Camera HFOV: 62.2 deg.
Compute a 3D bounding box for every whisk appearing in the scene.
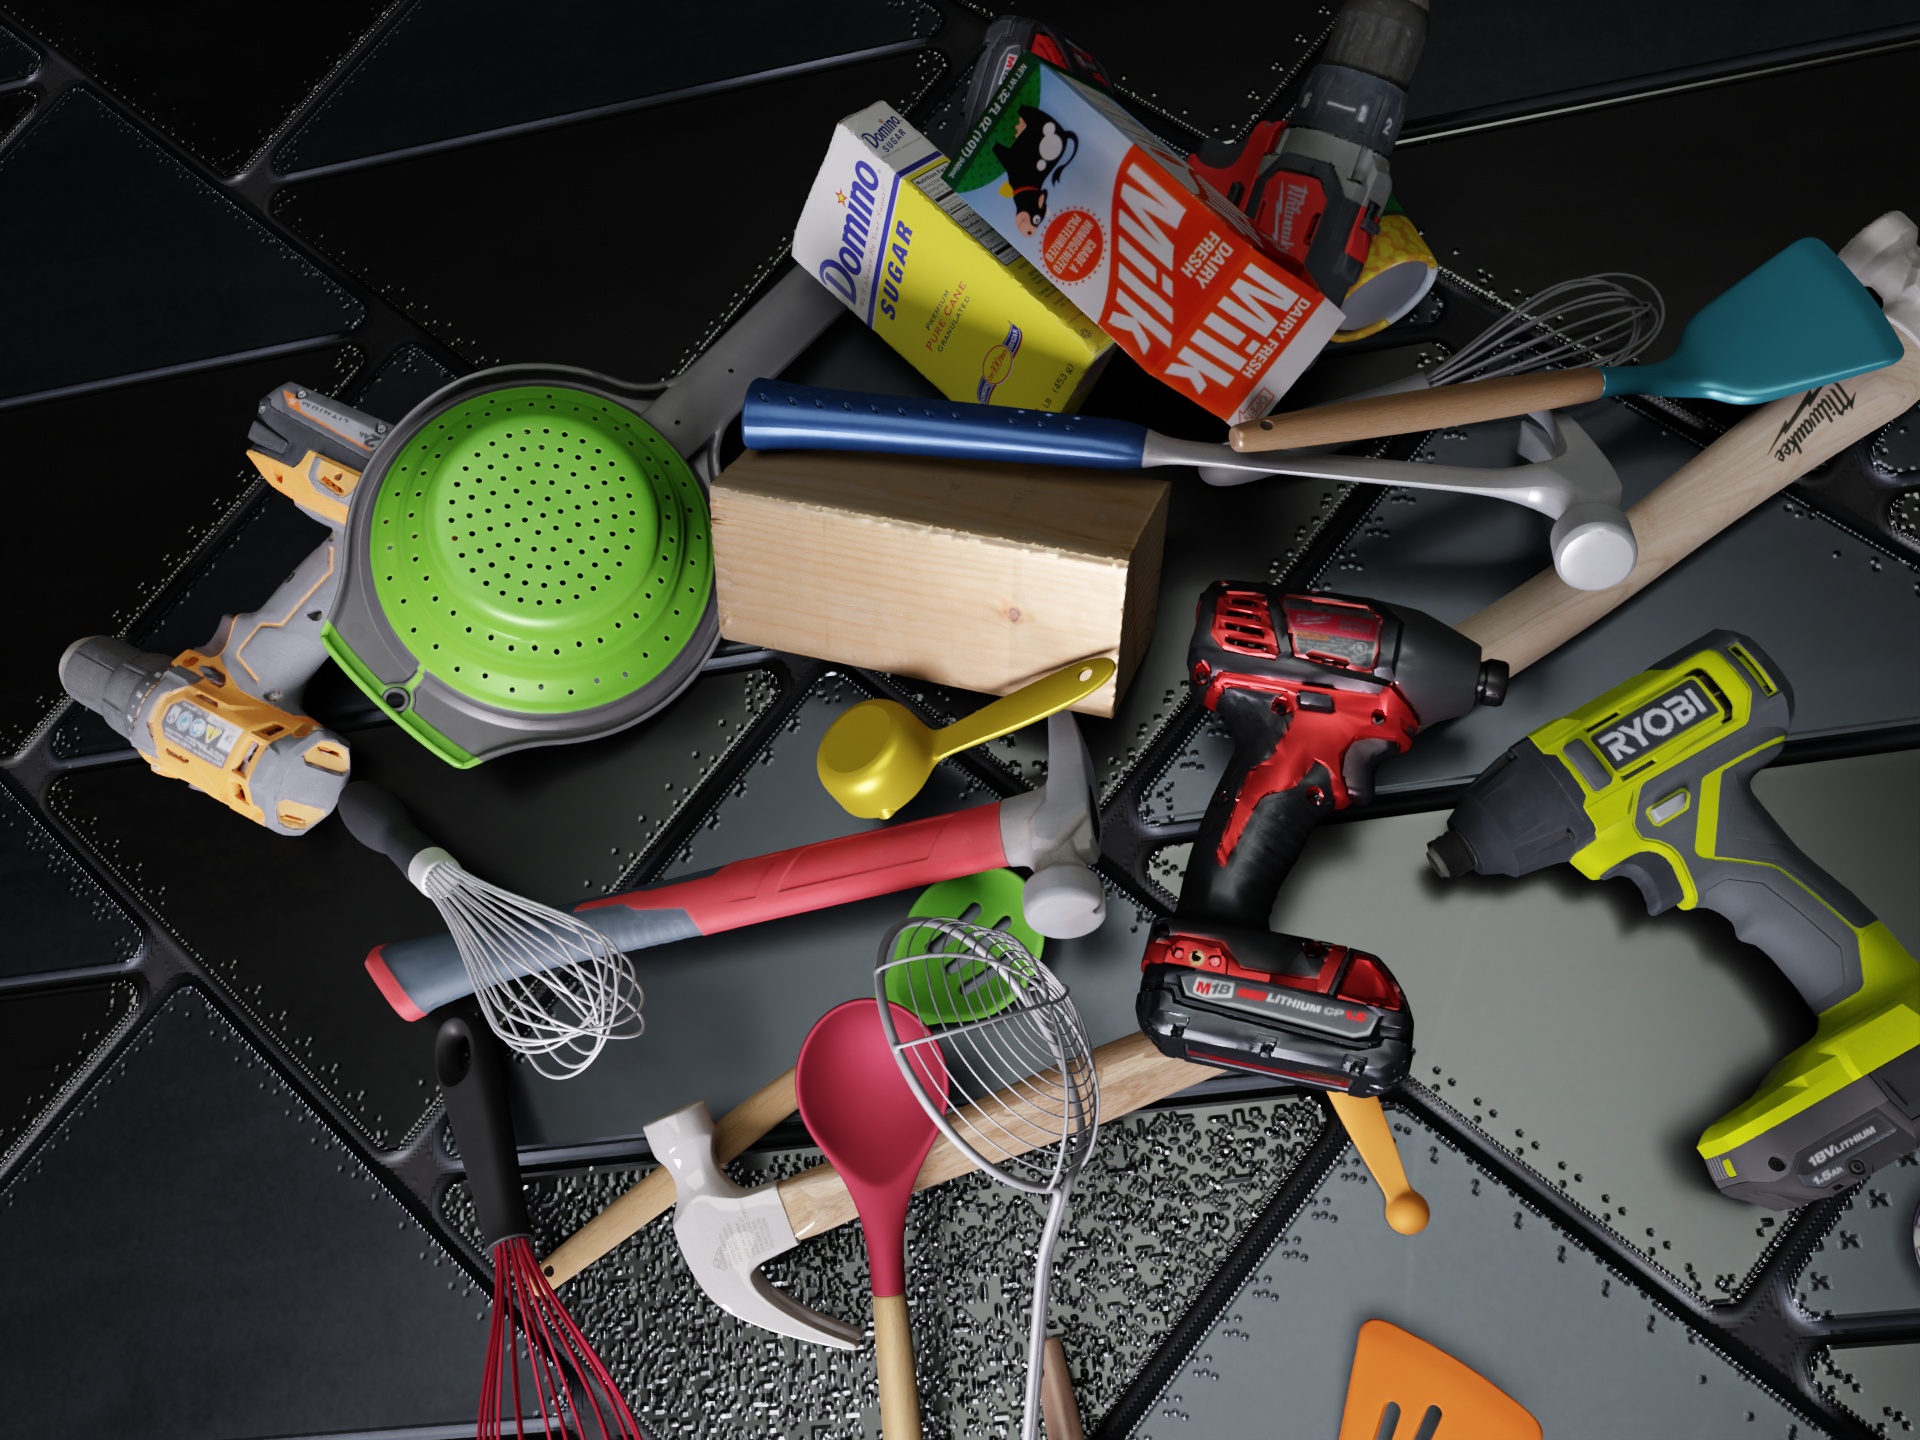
[{"bbox_3d":[-0.207,0.265,0.745,0.073,0.073,0.296,-28,57,2],"label":"whisk"},{"bbox_3d":[0.235,-0.169,0.807,0.239,0.055,0.055,-19,71,10],"label":"whisk"},{"bbox_3d":[-0.245,0.088,0.780,0.285,0.070,0.070,27,80,42],"label":"whisk"}]

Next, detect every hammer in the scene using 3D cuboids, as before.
[{"bbox_3d":[-0.120,0.077,0.799,0.386,0.038,0.143,-14,46,13],"label":"hammer"},{"bbox_3d":[0.099,-0.130,0.755,0.405,0.035,0.144,7,36,8],"label":"hammer"},{"bbox_3d":[0.332,-0.077,0.765,0.410,0.038,0.146,-34,71,0],"label":"hammer"},{"bbox_3d":[0.027,0.188,0.740,0.331,0.031,0.130,-22,84,1],"label":"hammer"}]

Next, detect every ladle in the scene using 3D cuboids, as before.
[{"bbox_3d":[-0.028,0.280,0.705,0.069,0.031,0.315,-6,86,2],"label":"ladle"}]

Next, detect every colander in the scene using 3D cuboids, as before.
[{"bbox_3d":[-0.158,-0.152,0.829,0.204,0.094,0.397,44,76,-5],"label":"colander"}]

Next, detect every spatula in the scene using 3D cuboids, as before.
[{"bbox_3d":[0.273,-0.161,0.732,0.317,0.044,0.082,-11,62,-13],"label":"spatula"},{"bbox_3d":[0.132,0.409,0.656,0.081,0.041,0.322,27,82,30],"label":"spatula"}]

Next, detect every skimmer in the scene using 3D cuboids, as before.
[{"bbox_3d":[0.005,0.268,0.679,0.090,0.127,0.363,5,94,26],"label":"skimmer"}]

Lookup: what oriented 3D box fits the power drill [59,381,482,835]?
[{"bbox_3d":[-0.391,-0.071,0.891,0.185,0.084,0.226,23,84,19],"label":"power drill"}]

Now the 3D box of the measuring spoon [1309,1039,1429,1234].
[{"bbox_3d":[0.181,0.177,0.715,0.021,0.011,0.117,-24,86,-1],"label":"measuring spoon"}]

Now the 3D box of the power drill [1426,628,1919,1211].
[{"bbox_3d":[0.329,0.090,0.696,0.171,0.080,0.223,-30,66,1],"label":"power drill"}]

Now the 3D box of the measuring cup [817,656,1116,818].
[{"bbox_3d":[-0.001,-0.002,0.747,0.156,0.029,0.062,-24,46,23],"label":"measuring cup"}]

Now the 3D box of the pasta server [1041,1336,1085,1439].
[{"bbox_3d":[0.064,0.420,0.653,0.060,0.040,0.316,-38,54,41],"label":"pasta server"}]

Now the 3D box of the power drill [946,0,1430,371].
[{"bbox_3d":[0.114,-0.293,0.802,0.227,0.080,0.188,27,105,30],"label":"power drill"}]

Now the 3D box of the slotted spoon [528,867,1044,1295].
[{"bbox_3d":[-0.086,0.181,0.778,0.314,0.031,0.070,-38,70,1],"label":"slotted spoon"}]

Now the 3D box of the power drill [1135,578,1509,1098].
[{"bbox_3d":[0.160,0.047,0.706,0.143,0.078,0.220,9,72,12],"label":"power drill"}]
